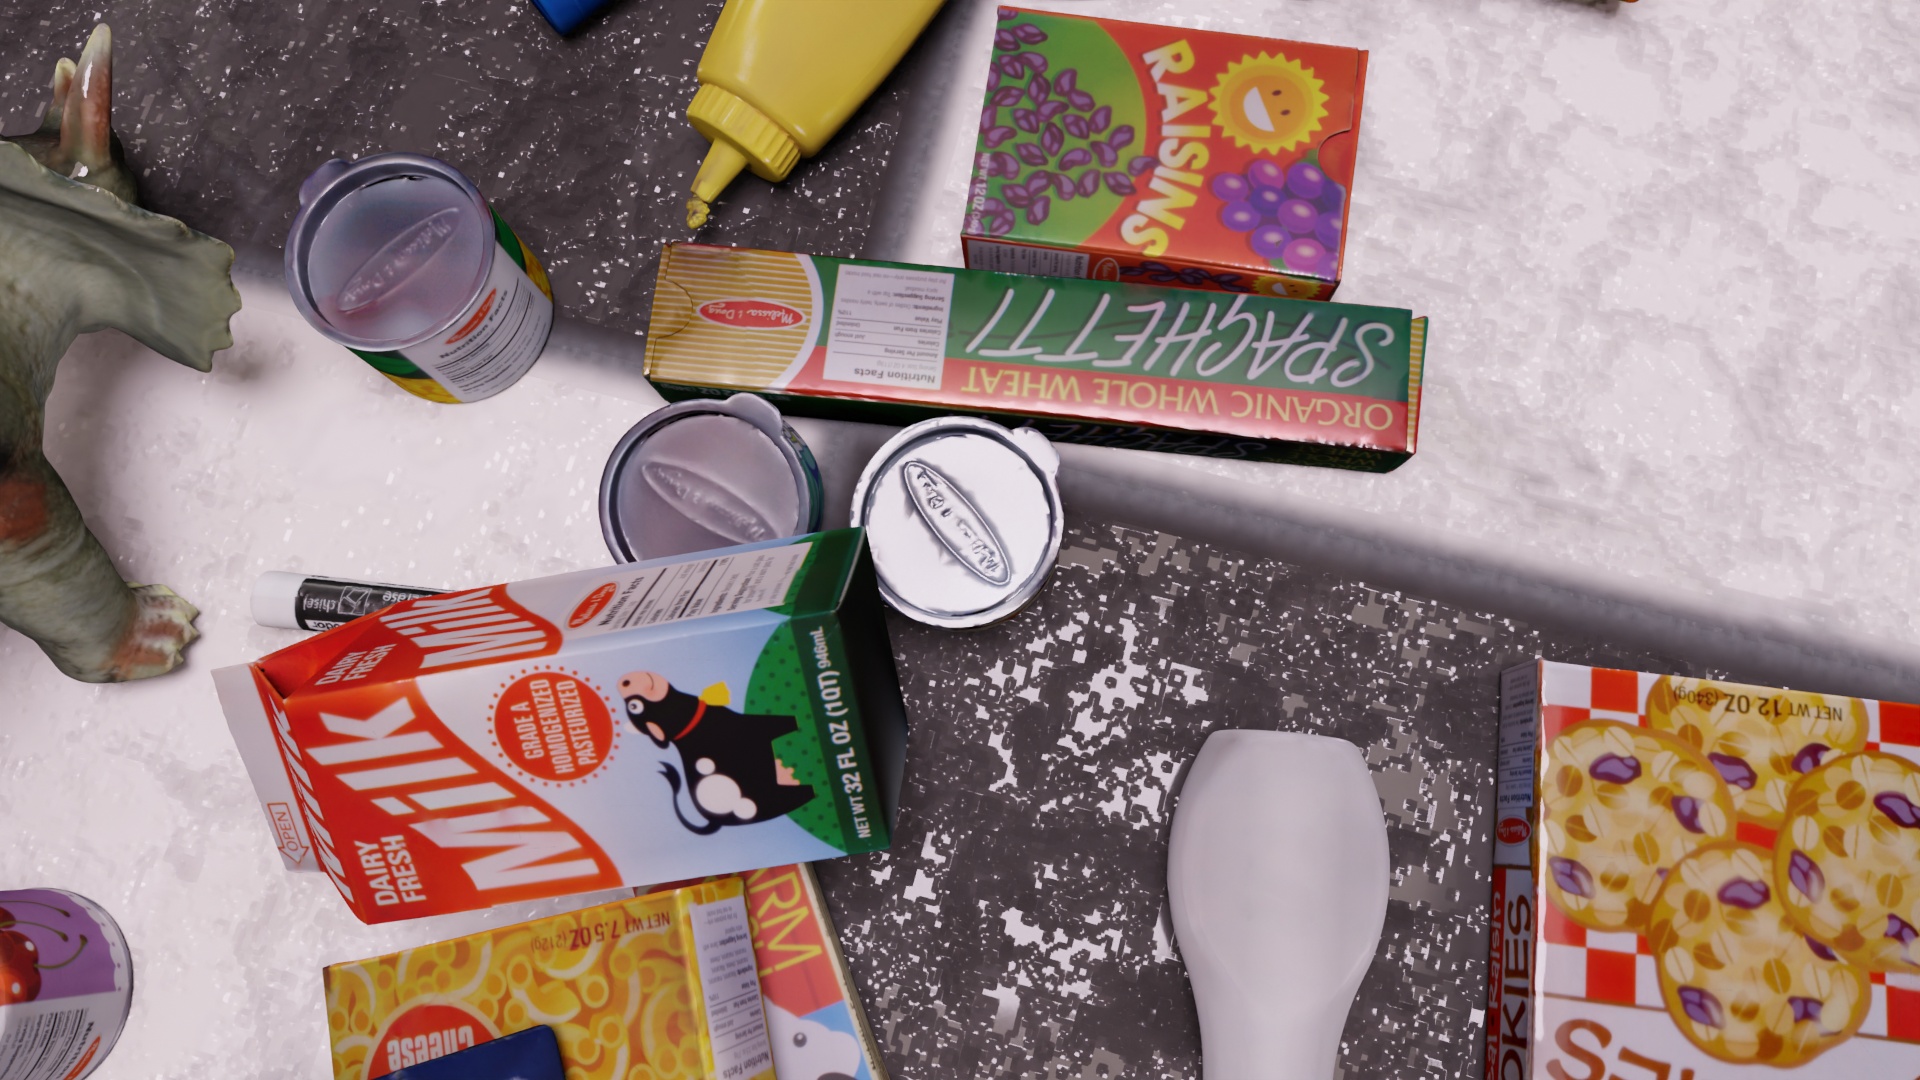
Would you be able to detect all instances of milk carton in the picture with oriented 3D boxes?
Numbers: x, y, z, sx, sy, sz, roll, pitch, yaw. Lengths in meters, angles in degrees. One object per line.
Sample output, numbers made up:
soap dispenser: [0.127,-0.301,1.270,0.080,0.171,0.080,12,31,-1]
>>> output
milk carton: [-0.116,0.054,0.399,0.190,0.074,0.072,-9,108,5]

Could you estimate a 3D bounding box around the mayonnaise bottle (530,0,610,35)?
mayonnaise bottle: [-0.095,-0.240,0.498,0.148,0.041,0.065,-38,82,-5]

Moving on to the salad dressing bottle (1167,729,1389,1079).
salad dressing bottle: [0.090,0.131,0.405,0.064,0.044,0.148,6,79,2]

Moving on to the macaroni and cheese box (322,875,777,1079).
macaroni and cheese box: [-0.106,0.189,0.385,0.123,0.040,0.166,-16,77,17]

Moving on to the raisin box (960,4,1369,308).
raisin box: [0.067,-0.126,0.466,0.123,0.040,0.086,9,77,4]

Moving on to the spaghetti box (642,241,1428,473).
spaghetti box: [0.023,-0.060,0.458,0.250,0.028,0.050,6,78,4]

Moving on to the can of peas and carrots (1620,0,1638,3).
can of peas and carrots: [0.211,-0.219,0.467,0.059,0.071,0.071,16,79,5]

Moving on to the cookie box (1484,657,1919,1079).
cookie box: [0.221,0.125,0.402,0.123,0.040,0.167,7,78,4]

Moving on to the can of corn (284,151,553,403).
can of corn: [-0.177,-0.086,0.457,0.071,0.058,0.071,-1,78,2]

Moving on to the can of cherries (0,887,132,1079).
can of cherries: [-0.297,0.136,0.412,0.071,0.058,0.071,0,78,2]

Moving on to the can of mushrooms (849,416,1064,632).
can of mushrooms: [0.002,-0.006,0.442,0.071,0.033,0.071,0,82,3]

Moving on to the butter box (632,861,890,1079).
butter box: [-0.062,0.130,0.421,0.053,0.024,0.103,-21,77,-3]

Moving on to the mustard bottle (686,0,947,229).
mustard bottle: [-0.051,-0.174,0.473,0.065,0.049,0.160,35,87,-20]

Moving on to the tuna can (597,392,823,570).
tuna can: [-0.076,-0.014,0.440,0.071,0.033,0.071,0,96,3]
